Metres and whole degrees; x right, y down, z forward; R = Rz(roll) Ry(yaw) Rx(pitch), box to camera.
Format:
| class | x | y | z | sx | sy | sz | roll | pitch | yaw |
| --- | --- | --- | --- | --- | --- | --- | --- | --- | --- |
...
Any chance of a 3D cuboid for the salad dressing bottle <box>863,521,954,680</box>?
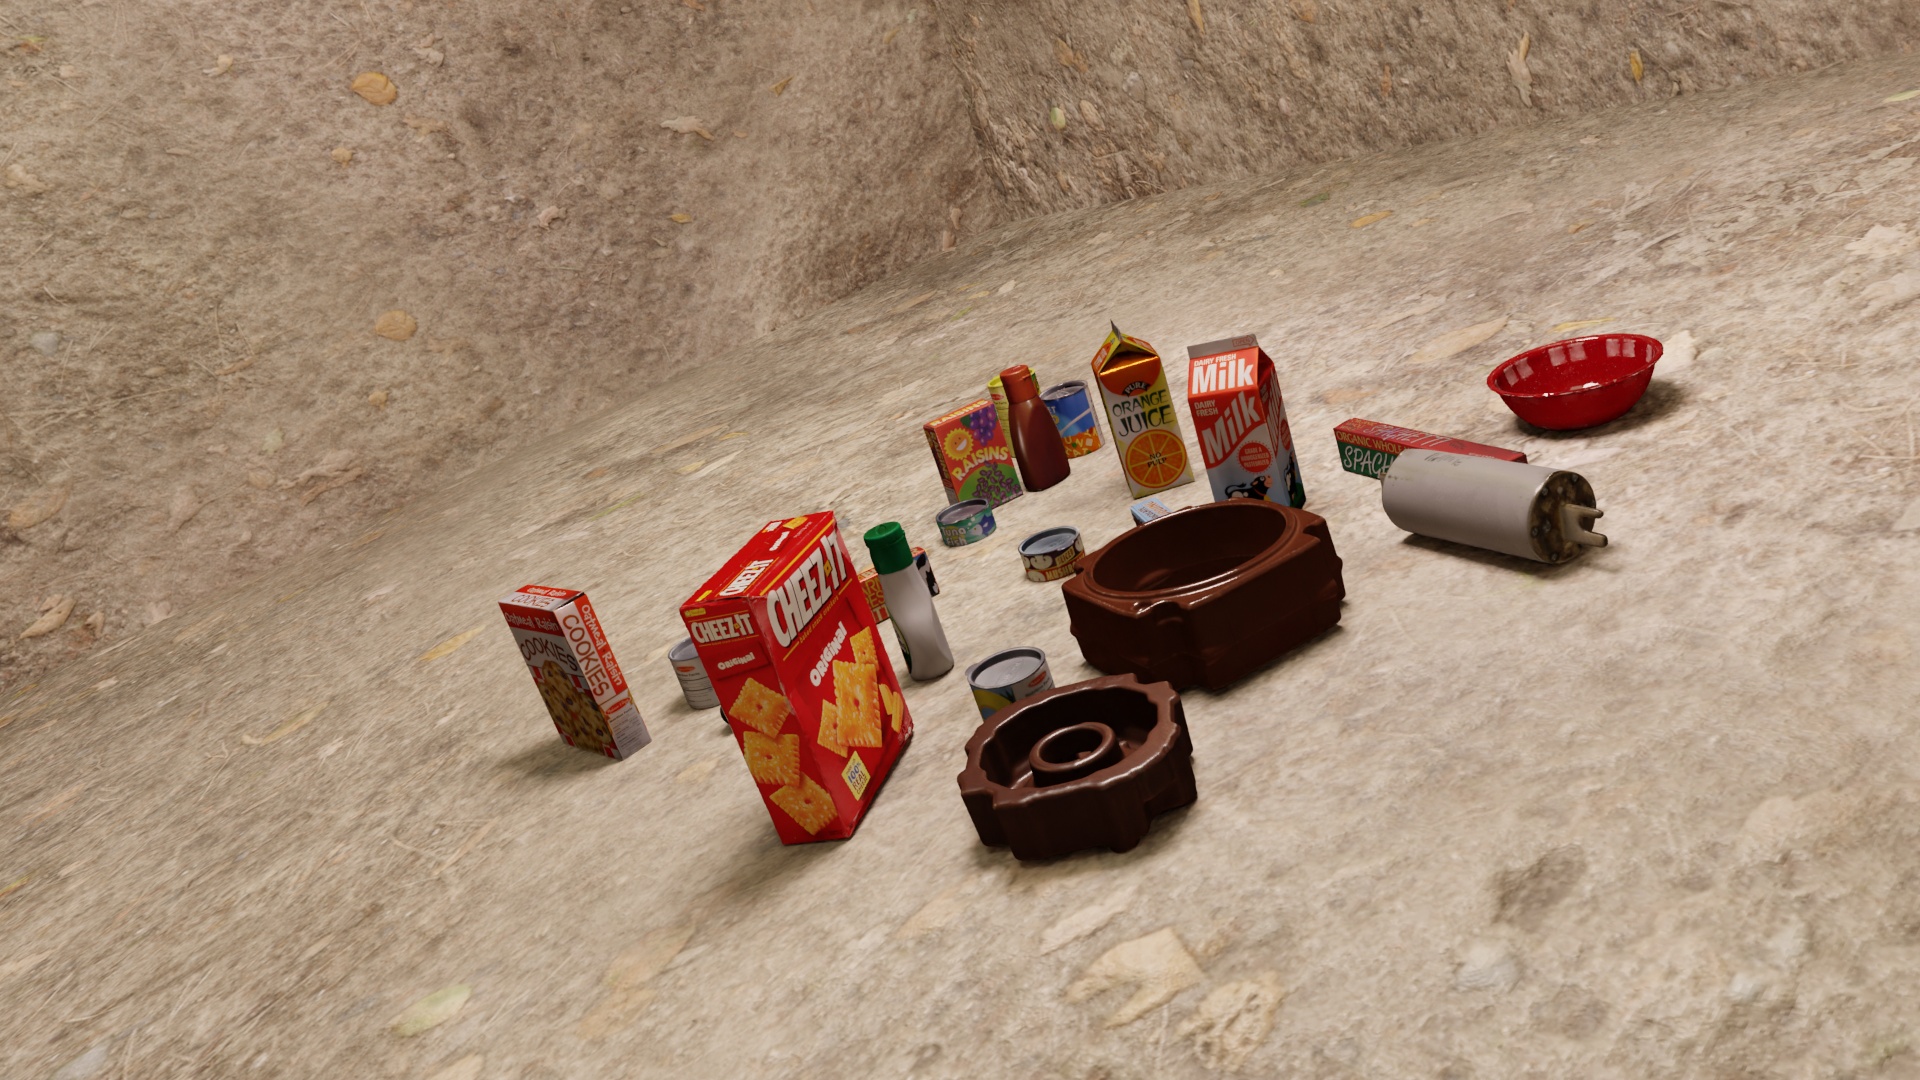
| class | x | y | z | sx | sy | sz | roll | pitch | yaw |
| --- | --- | --- | --- | --- | --- | --- | --- | --- | --- |
| salad dressing bottle | -0.049 | 0.055 | 1.278 | 0.044 | 0.147 | 0.064 | -20 | 18 | -2 |

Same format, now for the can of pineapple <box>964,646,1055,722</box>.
| class | x | y | z | sx | sy | sz | roll | pitch | yaw |
| --- | --- | --- | --- | --- | --- | --- | --- | --- | --- |
| can of pineapple | 0.044 | 0.127 | 1.130 | 0.071 | 0.057 | 0.071 | -17 | 19 | 6 |

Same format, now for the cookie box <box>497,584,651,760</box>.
| class | x | y | z | sx | sy | sz | roll | pitch | yaw |
| --- | --- | --- | --- | --- | --- | --- | --- | --- | --- |
| cookie box | -0.378 | 0.127 | 1.361 | 0.123 | 0.167 | 0.040 | 2 | 28 | 47 |

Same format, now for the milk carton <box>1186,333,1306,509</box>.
| class | x | y | z | sx | sy | sz | roll | pitch | yaw |
| --- | --- | --- | --- | --- | --- | --- | --- | --- | --- |
| milk carton | 0.276 | -0.107 | 1.354 | 0.072 | 0.190 | 0.074 | -8 | 21 | 29 |

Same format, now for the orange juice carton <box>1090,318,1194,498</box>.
| class | x | y | z | sx | sy | sz | roll | pitch | yaw |
| --- | --- | --- | --- | --- | --- | --- | --- | --- | --- |
| orange juice carton | 0.198 | -0.152 | 1.551 | 0.073 | 0.192 | 0.072 | -17 | 19 | 5 |

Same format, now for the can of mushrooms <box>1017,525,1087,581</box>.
| class | x | y | z | sx | sy | sz | roll | pitch | yaw |
| --- | --- | --- | --- | --- | --- | --- | --- | --- | --- |
| can of mushrooms | 0.096 | 0.014 | 1.431 | 0.071 | 0.033 | 0.071 | -17 | 19 | 6 |

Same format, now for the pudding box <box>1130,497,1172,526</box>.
| class | x | y | z | sx | sy | sz | roll | pitch | yaw |
| --- | --- | --- | --- | --- | --- | --- | --- | --- | --- |
| pudding box | 0.197 | -0.007 | 1.367 | 0.030 | 0.049 | 0.084 | -20 | 19 | -4 |

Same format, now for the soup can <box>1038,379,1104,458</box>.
| class | x | y | z | sx | sy | sz | roll | pitch | yaw |
| --- | --- | --- | --- | --- | --- | --- | --- | --- | --- |
| soup can | 0.140 | -0.154 | 1.778 | 0.071 | 0.083 | 0.071 | -17 | 19 | 6 |

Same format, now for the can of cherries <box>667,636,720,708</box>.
| class | x | y | z | sx | sy | sz | roll | pitch | yaw |
| --- | --- | --- | --- | --- | --- | --- | --- | --- | --- |
| can of cherries | -0.253 | 0.128 | 1.406 | 0.071 | 0.058 | 0.072 | -17 | 19 | 6 |

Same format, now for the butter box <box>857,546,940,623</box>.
| class | x | y | z | sx | sy | sz | roll | pitch | yaw |
| --- | --- | --- | --- | --- | --- | --- | --- | --- | --- |
| butter box | -0.077 | 0.051 | 1.460 | 0.104 | 0.053 | 0.024 | -25 | 20 | -19 |

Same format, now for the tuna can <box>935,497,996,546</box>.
| class | x | y | z | sx | sy | sz | roll | pitch | yaw |
| --- | --- | --- | --- | --- | --- | --- | --- | --- | --- |
| tuna can | 0.006 | -0.020 | 1.612 | 0.071 | 0.032 | 0.071 | -17 | 19 | 6 |

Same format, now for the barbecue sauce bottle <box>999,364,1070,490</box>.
| class | x | y | z | sx | sy | sz | roll | pitch | yaw |
| --- | --- | --- | --- | --- | --- | --- | --- | --- | --- |
| barbecue sauce bottle | 0.086 | -0.138 | 1.685 | 0.065 | 0.148 | 0.043 | -32 | 23 | -34 |

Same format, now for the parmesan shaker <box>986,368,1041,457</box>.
| class | x | y | z | sx | sy | sz | roll | pitch | yaw |
| --- | --- | --- | --- | --- | --- | --- | --- | --- | --- |
| parmesan shaker | 0.081 | -0.170 | 1.847 | 0.071 | 0.102 | 0.071 | -17 | 19 | 6 |

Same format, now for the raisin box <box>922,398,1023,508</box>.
| class | x | y | z | sx | sy | sz | roll | pitch | yaw |
| --- | --- | --- | --- | --- | --- | --- | --- | --- | --- |
| raisin box | 0.016 | -0.098 | 1.678 | 0.086 | 0.123 | 0.040 | -25 | 19 | -17 |

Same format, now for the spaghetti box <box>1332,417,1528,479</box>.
| class | x | y | z | sx | sy | sz | roll | pitch | yaw |
| --- | --- | --- | --- | --- | --- | --- | --- | --- | --- |
| spaghetti box | 0.443 | -0.075 | 1.324 | 0.029 | 0.050 | 0.250 | -24 | 20 | -15 |
